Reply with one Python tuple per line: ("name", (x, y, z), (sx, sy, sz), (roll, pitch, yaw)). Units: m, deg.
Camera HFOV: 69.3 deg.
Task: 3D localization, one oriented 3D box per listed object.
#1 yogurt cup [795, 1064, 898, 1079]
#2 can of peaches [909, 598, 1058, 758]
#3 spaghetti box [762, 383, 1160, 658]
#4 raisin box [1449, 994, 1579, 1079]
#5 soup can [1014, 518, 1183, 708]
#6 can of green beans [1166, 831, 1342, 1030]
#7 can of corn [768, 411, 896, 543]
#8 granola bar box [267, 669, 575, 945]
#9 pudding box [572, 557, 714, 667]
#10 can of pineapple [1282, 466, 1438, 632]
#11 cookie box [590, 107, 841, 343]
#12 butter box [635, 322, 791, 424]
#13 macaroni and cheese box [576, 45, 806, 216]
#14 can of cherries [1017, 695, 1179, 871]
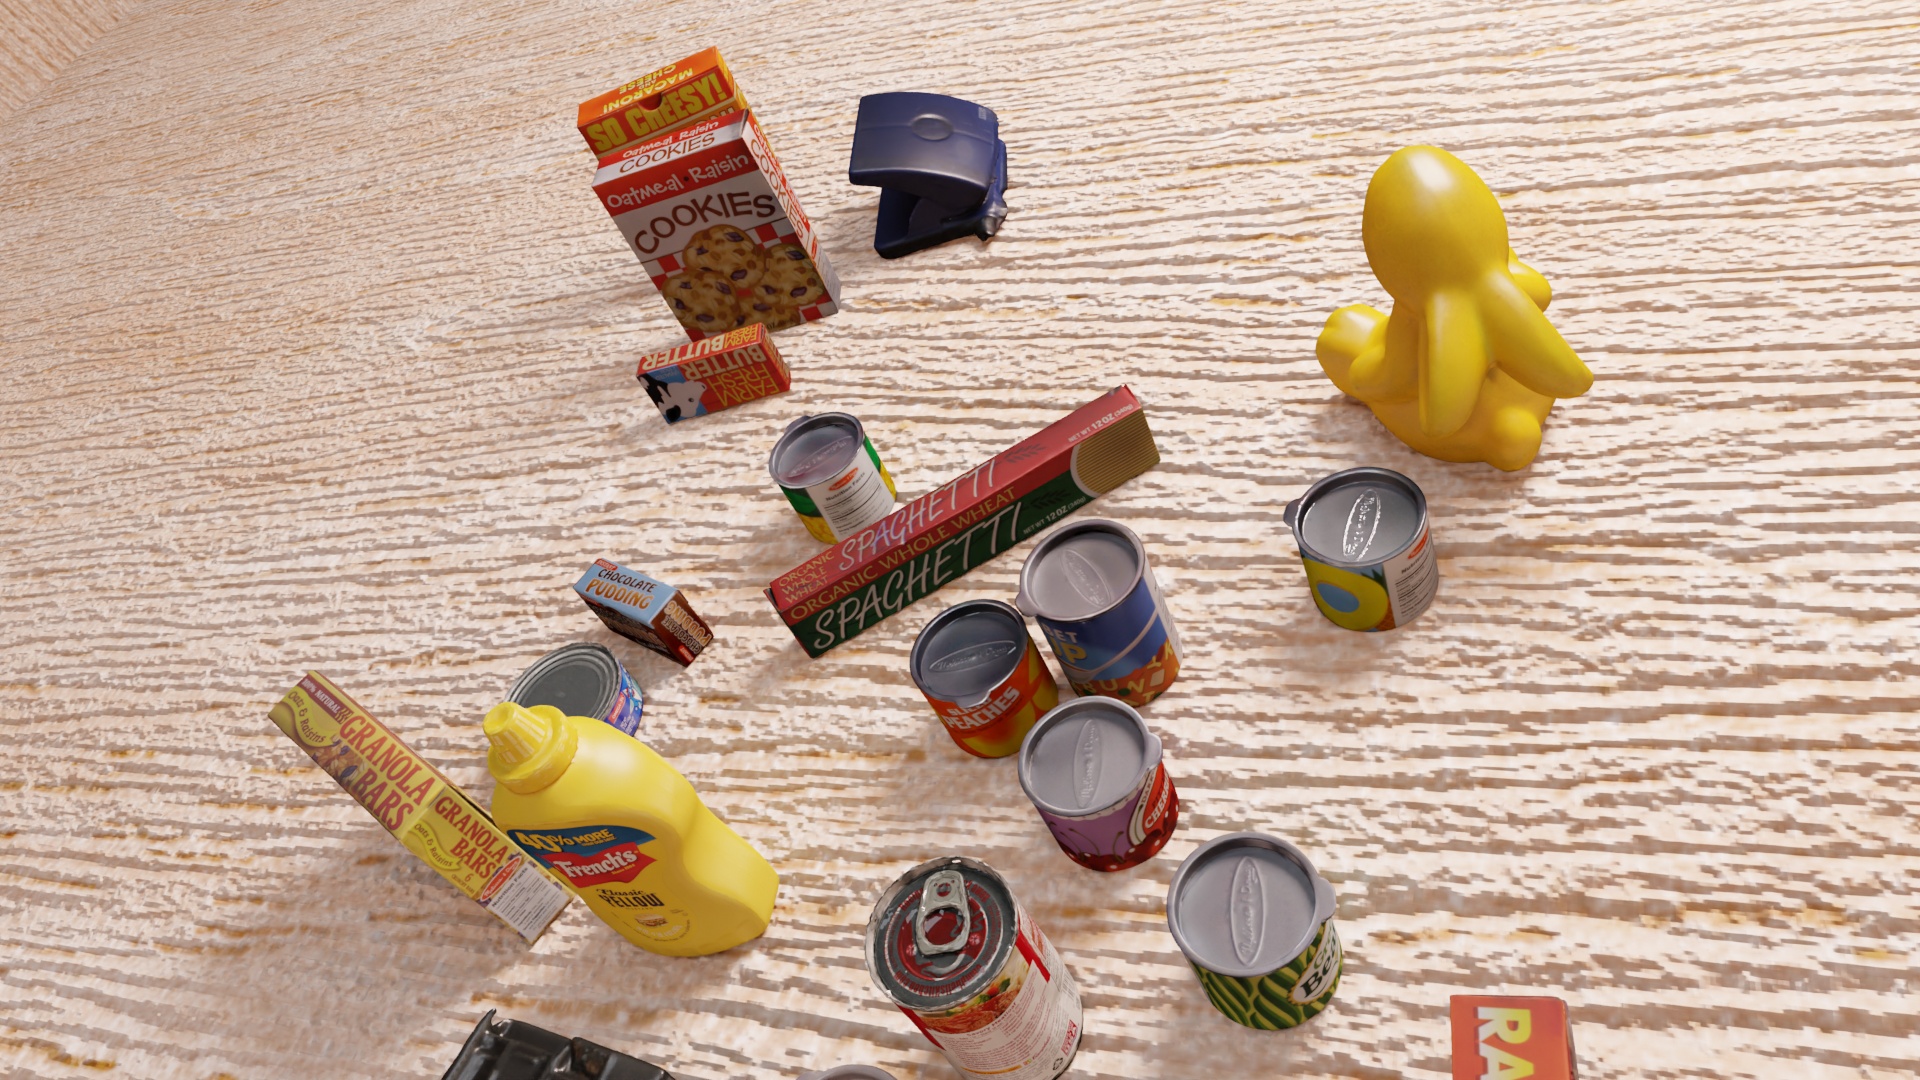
("yogurt cup", (-0.041, 0.267, 0.595), (0.072, 0.053, 0.073), (-14, 45, 15))
("can of peaches", (0.014, 0.076, 0.744), (0.071, 0.057, 0.071), (-14, 45, 15))
("spaghetti box", (0.003, -0.010, 0.836), (0.250, 0.050, 0.029), (-30, 43, -2))
("raisin box", (0.193, 0.220, 0.473), (0.040, 0.123, 0.086), (-5, 48, 23))
("soup can", (0.073, 0.041, 0.728), (0.071, 0.083, 0.072), (-14, 45, 15))
("can of green beans", (0.128, 0.169, 0.600), (0.071, 0.057, 0.071), (-14, 45, 15))
("can of corn", (-0.083, -0.042, 0.901), (0.071, 0.058, 0.071), (-14, 45, 15))
("granola bar box", (-0.305, 0.149, 0.786), (0.166, 0.123, 0.039), (23, 63, 39))
("pudding box", (-0.203, 0.045, 0.886), (0.084, 0.049, 0.030), (18, 60, 38))
("can of pineapple", (0.207, 0.004, 0.715), (0.071, 0.057, 0.071), (-14, 45, 15))
("cookie box", (-0.179, -0.229, 1.045), (0.123, 0.166, 0.040), (-14, 45, 15))
("butter box", (-0.182, -0.123, 1.031), (0.103, 0.053, 0.024), (-14, 45, 15))
("macaroni and cheese box", (-0.213, -0.298, 1.128), (0.123, 0.165, 0.040), (-21, 44, 8))
("can of cherries", (0.070, 0.119, 0.675), (0.071, 0.058, 0.072), (-14, 45, 15))
